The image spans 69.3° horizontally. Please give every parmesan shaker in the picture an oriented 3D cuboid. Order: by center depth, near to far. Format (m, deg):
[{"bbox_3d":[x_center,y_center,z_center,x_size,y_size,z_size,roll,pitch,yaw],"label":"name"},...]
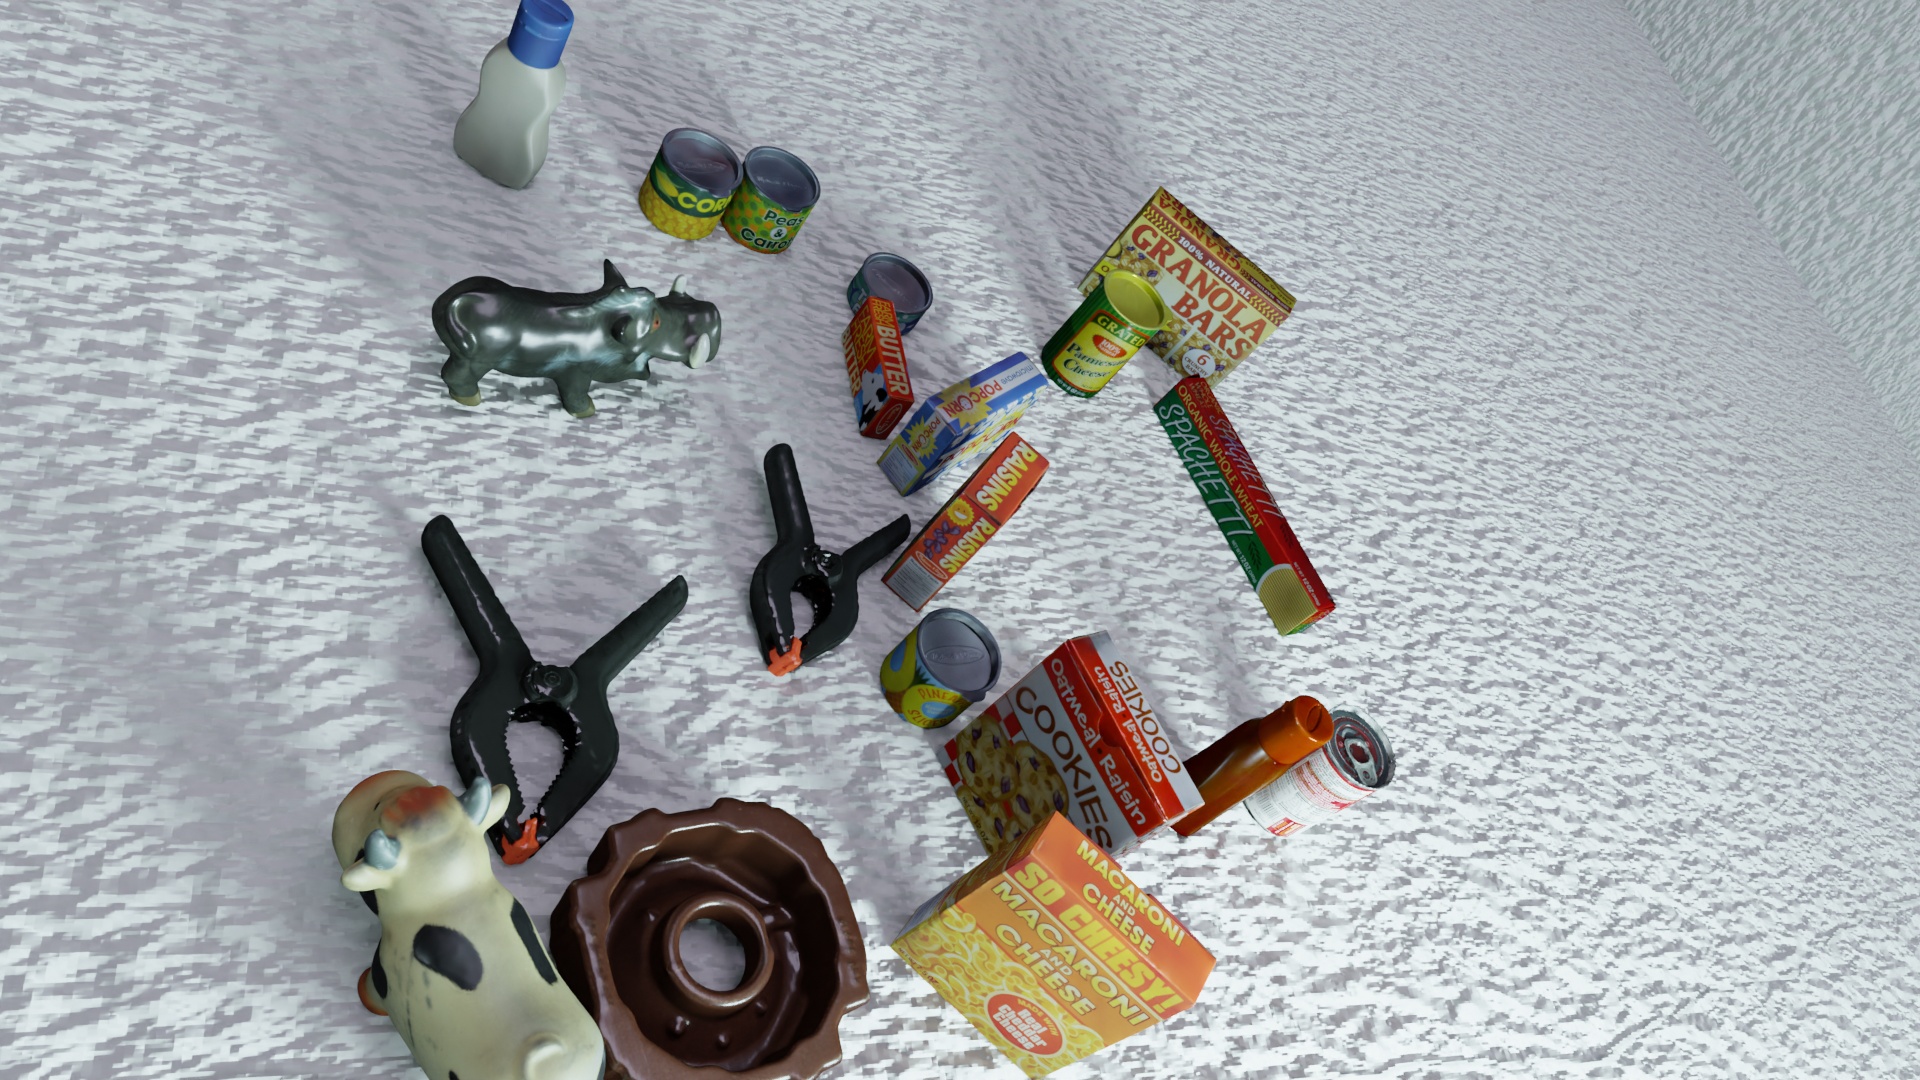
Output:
[{"bbox_3d":[0.127,-0.179,1.219,0.071,0.102,0.071,19,50,-23],"label":"parmesan shaker"}]

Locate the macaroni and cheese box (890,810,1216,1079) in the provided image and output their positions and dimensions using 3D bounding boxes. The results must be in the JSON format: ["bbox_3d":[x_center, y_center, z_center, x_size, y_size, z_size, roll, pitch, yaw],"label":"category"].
[{"bbox_3d":[0.049,0.239,0.808,0.124,0.165,0.040,43,44,0],"label":"macaroni and cheese box"}]

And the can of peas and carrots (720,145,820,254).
[{"bbox_3d":[-0.154,-0.273,1.125,0.071,0.058,0.071,19,50,-23],"label":"can of peas and carrots"}]

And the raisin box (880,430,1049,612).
[{"bbox_3d":[0.004,-0.012,0.995,0.040,0.122,0.086,41,44,-2],"label":"raisin box"}]

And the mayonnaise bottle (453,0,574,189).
[{"bbox_3d":[-0.313,-0.320,0.986,0.065,0.147,0.041,32,46,-11],"label":"mayonnaise bottle"}]

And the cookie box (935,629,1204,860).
[{"bbox_3d":[0.064,0.150,0.884,0.040,0.166,0.123,-13,67,-41],"label":"cookie box"}]

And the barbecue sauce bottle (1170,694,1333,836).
[{"bbox_3d":[0.202,0.157,0.988,0.043,0.147,0.065,42,44,-1],"label":"barbecue sauce bottle"}]

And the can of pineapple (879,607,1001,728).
[{"bbox_3d":[-0.014,0.090,0.953,0.071,0.057,0.071,19,50,-23],"label":"can of pineapple"}]

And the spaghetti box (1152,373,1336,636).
[{"bbox_3d":[0.248,-0.034,1.234,0.029,0.050,0.250,-9,64,-39],"label":"spaghetti box"}]

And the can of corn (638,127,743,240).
[{"bbox_3d":[-0.211,-0.277,1.088,0.071,0.058,0.071,19,50,-23],"label":"can of corn"}]

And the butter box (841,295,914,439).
[{"bbox_3d":[-0.066,-0.136,1.088,0.024,0.053,0.104,8,54,-31],"label":"butter box"}]

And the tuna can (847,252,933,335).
[{"bbox_3d":[-0.060,-0.203,1.157,0.071,0.032,0.071,19,50,-23],"label":"tuna can"}]

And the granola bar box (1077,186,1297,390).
[{"bbox_3d":[0.210,-0.231,1.301,0.165,0.123,0.039,38,45,-5],"label":"granola bar box"}]

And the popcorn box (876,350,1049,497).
[{"bbox_3d":[0.003,-0.092,1.080,0.038,0.084,0.127,50,45,7],"label":"popcorn box"}]
